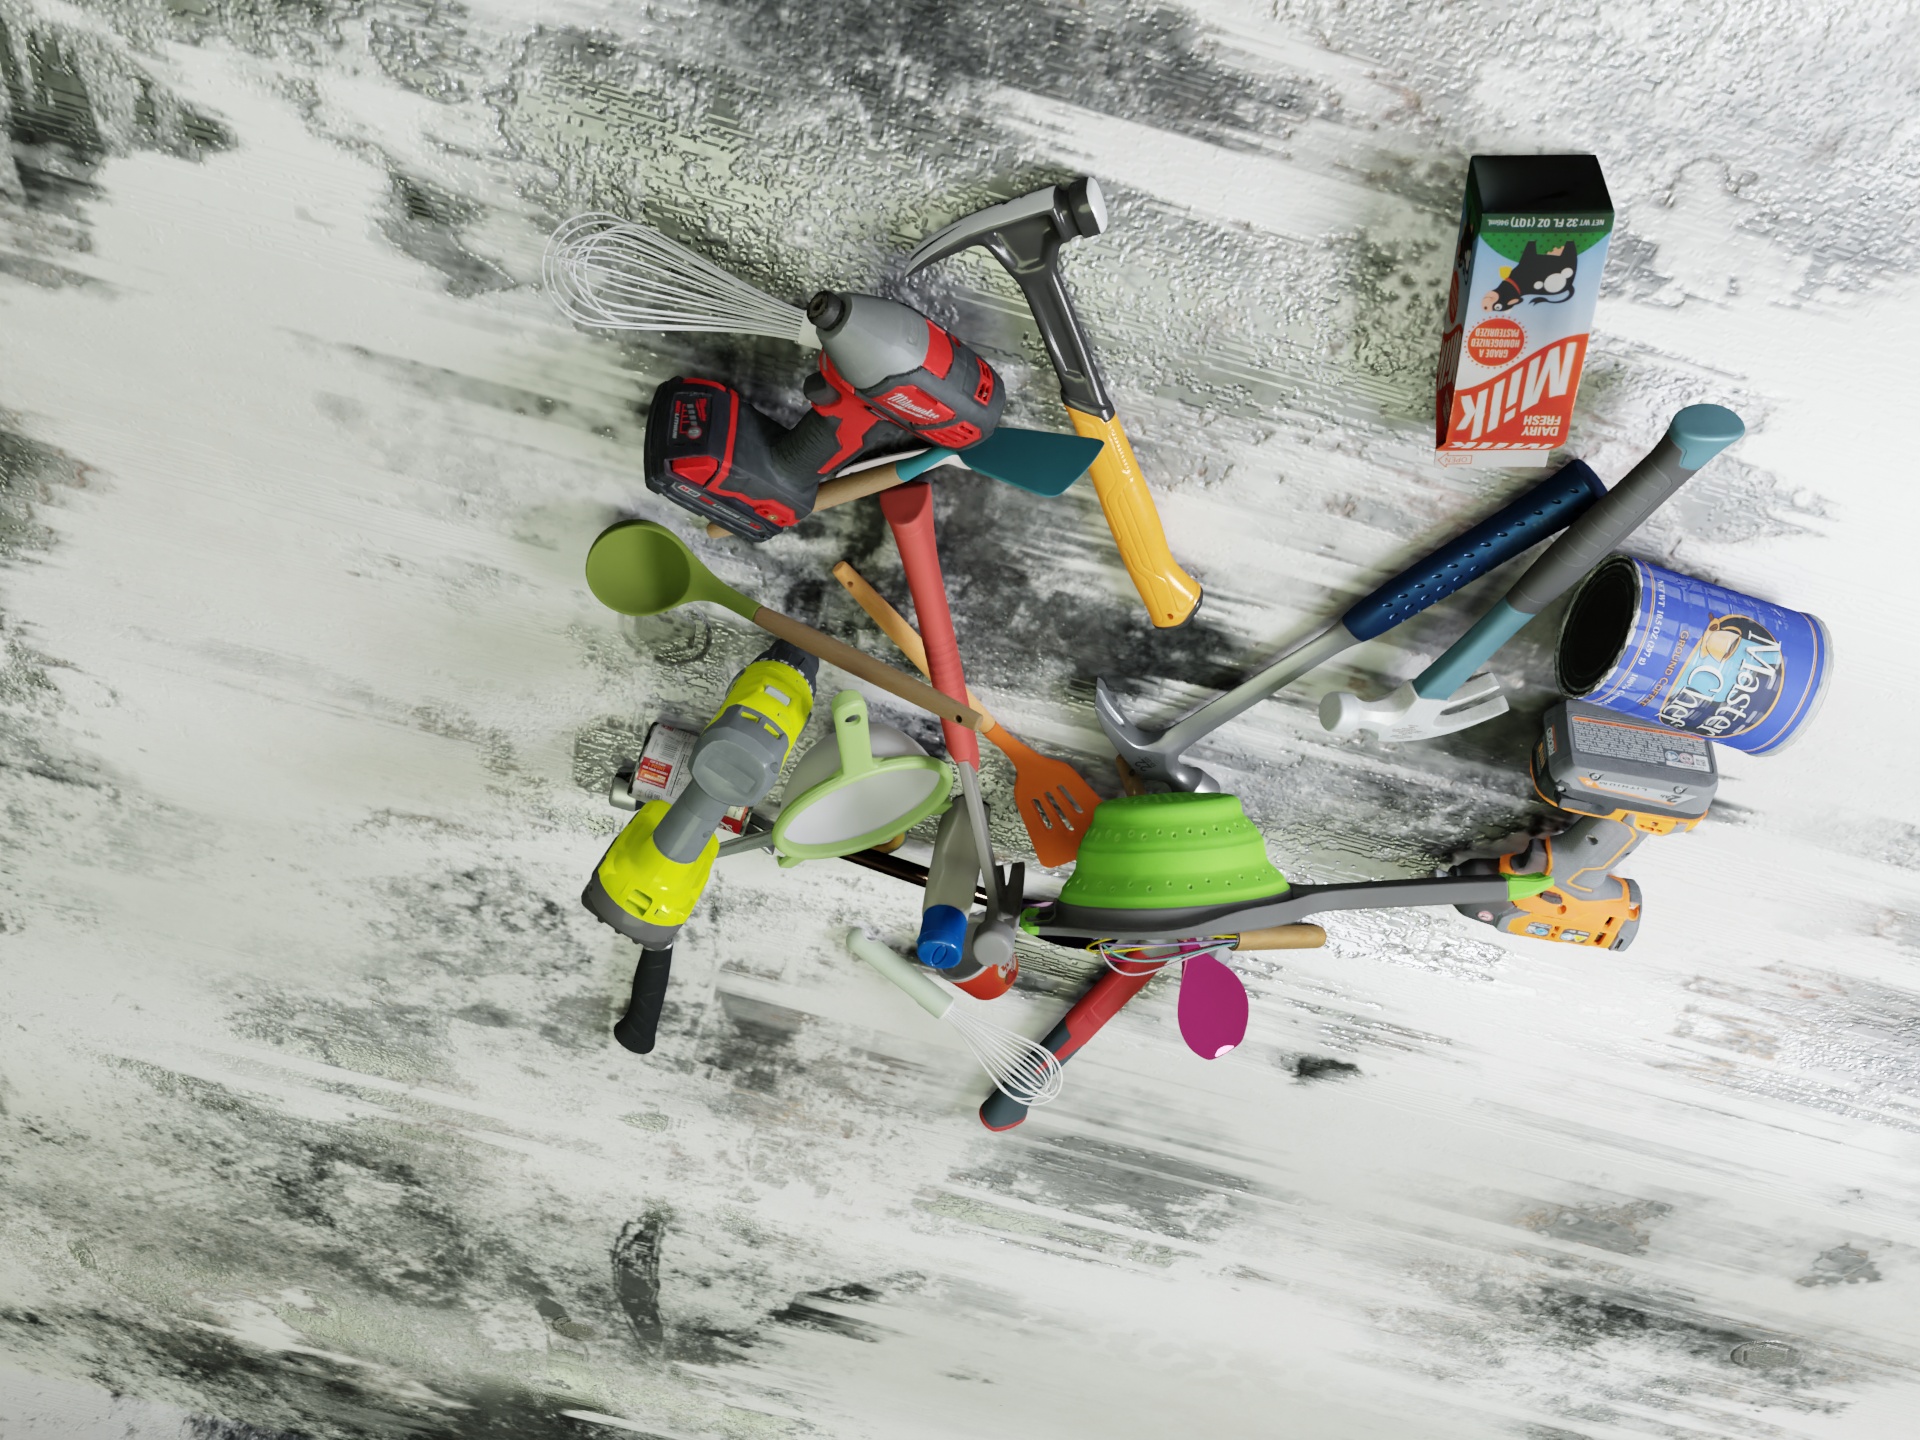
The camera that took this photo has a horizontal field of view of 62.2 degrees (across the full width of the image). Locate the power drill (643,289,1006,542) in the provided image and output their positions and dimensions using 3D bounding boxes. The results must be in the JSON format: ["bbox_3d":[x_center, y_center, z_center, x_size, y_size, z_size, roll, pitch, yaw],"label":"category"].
[{"bbox_3d":[-0.095,-0.197,1.007,0.220,0.079,0.143,-17,150,38],"label":"power drill"}]

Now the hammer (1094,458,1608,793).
[{"bbox_3d":[0.270,-0.063,1.143,0.144,0.035,0.405,37,129,-23],"label":"hammer"}]

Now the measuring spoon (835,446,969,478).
[{"bbox_3d":[-0.033,-0.183,1.105,0.124,0.018,0.034,-9,131,28],"label":"measuring spoon"}]

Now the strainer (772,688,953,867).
[{"bbox_3d":[-0.086,0.023,1.216,0.151,0.069,0.256,-19,155,-9],"label":"strainer"}]

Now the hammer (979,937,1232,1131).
[{"bbox_3d":[0.096,0.287,1.503,0.143,0.038,0.386,18,135,-17],"label":"hammer"}]

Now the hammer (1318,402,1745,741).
[{"bbox_3d":[0.381,-0.086,1.057,0.128,0.033,0.331,5,143,-26],"label":"hammer"}]

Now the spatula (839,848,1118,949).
[{"bbox_3d":[0.003,0.150,1.391,0.315,0.018,0.059,21,135,-20],"label":"spatula"}]

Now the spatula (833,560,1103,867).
[{"bbox_3d":[0.007,-0.006,1.245,0.081,0.041,0.322,-30,121,25],"label":"spatula"}]

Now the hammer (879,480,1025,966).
[{"bbox_3d":[-0.002,-0.004,1.185,0.037,0.149,0.358,-9,112,9],"label":"hammer"}]

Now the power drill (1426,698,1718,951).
[{"bbox_3d":[0.464,0.089,1.223,0.164,0.084,0.226,9,138,4],"label":"power drill"}]

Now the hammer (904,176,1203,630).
[{"bbox_3d":[0.085,-0.189,1.059,0.127,0.034,0.336,-13,130,21],"label":"hammer"}]

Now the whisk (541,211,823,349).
[{"bbox_3d":[-0.126,-0.258,1.020,0.284,0.070,0.070,14,135,-9],"label":"whisk"}]

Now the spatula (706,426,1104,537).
[{"bbox_3d":[-0.055,-0.153,1.081,0.317,0.082,0.044,-10,118,37],"label":"spatula"}]

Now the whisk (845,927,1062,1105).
[{"bbox_3d":[-0.007,0.274,1.479,0.246,0.058,0.059,38,103,-1],"label":"whisk"}]

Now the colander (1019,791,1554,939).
[{"bbox_3d":[0.240,0.099,1.199,0.397,0.204,0.094,-4,91,3],"label":"colander"}]

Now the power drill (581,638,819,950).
[{"bbox_3d":[-0.186,0.047,1.204,0.080,0.191,0.228,33,118,-8],"label":"power drill"}]

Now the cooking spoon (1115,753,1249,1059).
[{"bbox_3d":[0.183,0.161,1.342,0.069,0.017,0.318,-27,117,-11],"label":"cooking spoon"}]

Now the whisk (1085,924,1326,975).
[{"bbox_3d":[0.208,0.183,1.332,0.244,0.051,0.047,3,127,-30],"label":"whisk"}]

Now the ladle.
[{"bbox_3d":[-0.129,-0.060,1.138,0.320,0.062,0.078,26,126,17],"label":"ladle"}]

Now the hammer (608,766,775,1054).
[{"bbox_3d":[-0.277,0.199,1.502,0.149,0.036,0.408,16,135,-6],"label":"hammer"}]
